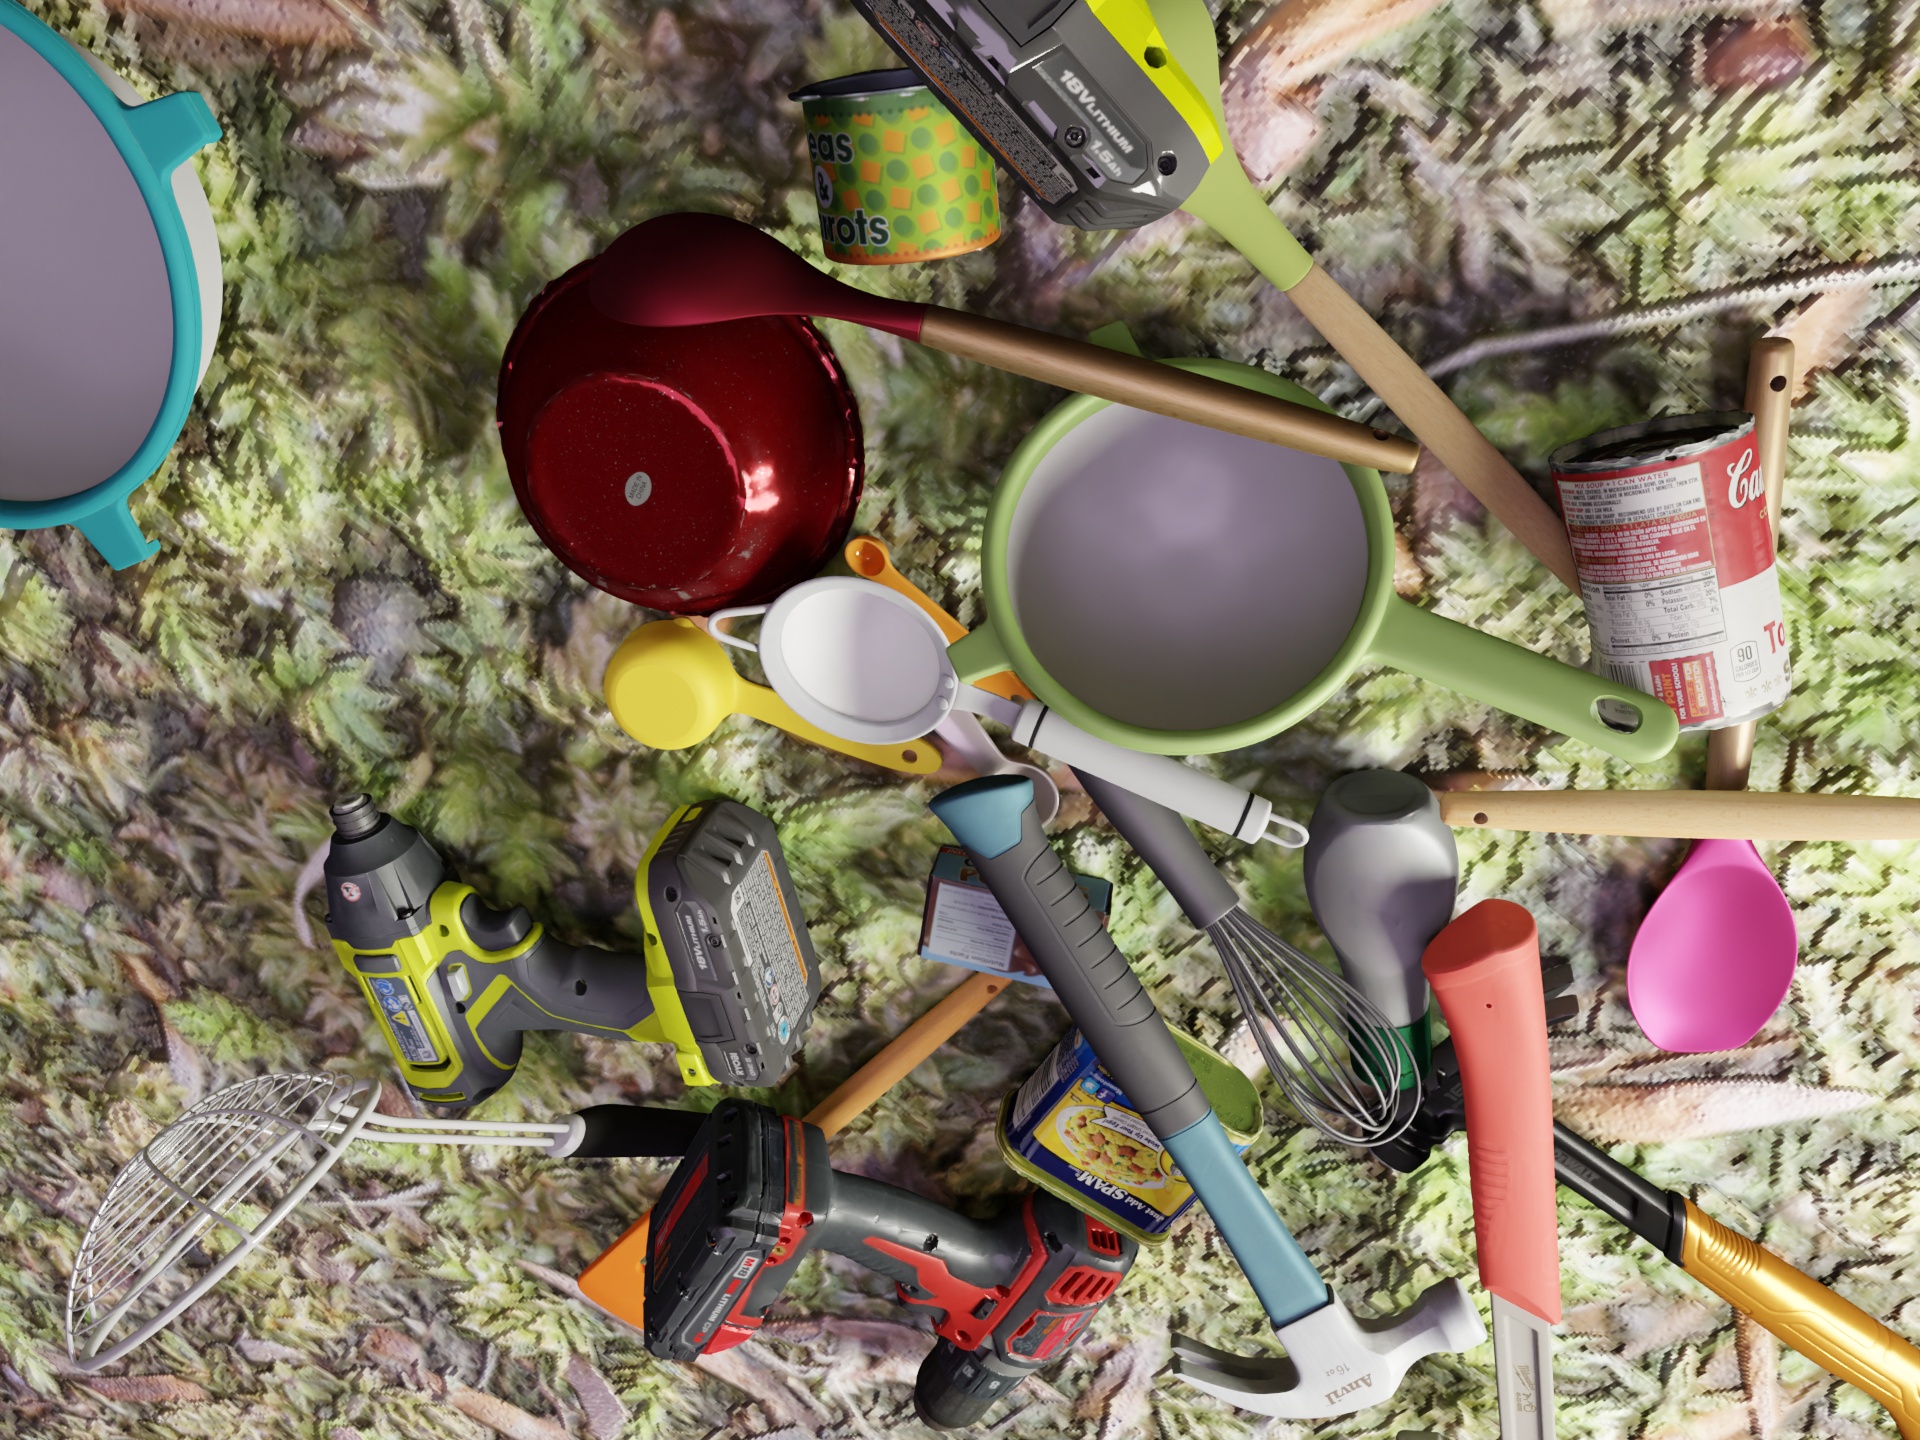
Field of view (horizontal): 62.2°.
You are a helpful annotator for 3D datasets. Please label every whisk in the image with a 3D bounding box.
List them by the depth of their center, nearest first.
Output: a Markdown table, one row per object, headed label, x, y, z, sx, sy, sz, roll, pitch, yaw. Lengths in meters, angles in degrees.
| label | x | y | z | sx | sy | sz | roll | pitch | yaw |
| --- | --- | --- | --- | --- | --- | --- | --- | --- | --- |
| whisk | 0.111 | 0.079 | 0.677 | 0.055 | 0.055 | 0.239 | -39 | 87 | 27 |

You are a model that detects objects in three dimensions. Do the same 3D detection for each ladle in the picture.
| label | x | y | z | sx | sy | sz | roll | pitch | yaw |
| --- | --- | --- | --- | --- | --- | --- | --- | --- | --- |
| ladle | 0.011 | -0.137 | 0.581 | 0.315 | 0.069 | 0.031 | 17 | 140 | 7 |
| ladle | 0.139 | -0.147 | 0.581 | 0.320 | 0.062 | 0.078 | 40 | 112 | -18 |

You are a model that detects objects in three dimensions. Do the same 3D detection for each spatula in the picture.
| label | x | y | z | sx | sy | sz | roll | pitch | yaw |
| --- | --- | --- | --- | --- | --- | --- | --- | --- | --- |
| spatula | -0.079 | 0.221 | 0.820 | 0.081 | 0.041 | 0.322 | 36 | 118 | -18 |

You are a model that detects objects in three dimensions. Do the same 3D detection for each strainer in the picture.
| label | x | y | z | sx | sy | sz | roll | pitch | yaw |
| --- | --- | --- | --- | --- | --- | --- | --- | --- | --- |
| strainer | 0.134 | -0.037 | 0.598 | 0.256 | 0.069 | 0.151 | 23 | 84 | 11 |
| strainer | -0.434 | -0.216 | 0.632 | 0.340 | 0.095 | 0.211 | 24 | 118 | 1 |
| strainer | 0.022 | -0.002 | 0.655 | 0.258 | 0.050 | 0.086 | 24 | 133 | 7 |

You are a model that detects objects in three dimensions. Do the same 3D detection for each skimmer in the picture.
| label | x | y | z | sx | sy | sz | roll | pitch | yaw |
| --- | --- | --- | --- | --- | --- | --- | --- | --- | --- |
| skimmer | -0.200 | 0.203 | 0.677 | 0.127 | 0.363 | 0.090 | -37 | 63 | 14 |

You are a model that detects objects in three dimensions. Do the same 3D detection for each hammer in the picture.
| label | x | y | z | sx | sy | sz | roll | pitch | yaw |
| --- | --- | --- | --- | --- | --- | --- | --- | --- | --- |
| hammer | 0.092 | 0.163 | 0.698 | 0.128 | 0.033 | 0.331 | -32 | 95 | 10 |
| hammer | 0.261 | 0.235 | 0.719 | 0.149 | 0.037 | 0.358 | -5 | 119 | 16 |
| hammer | 0.358 | 0.245 | 0.743 | 0.336 | 0.034 | 0.127 | 35 | 121 | -7 |

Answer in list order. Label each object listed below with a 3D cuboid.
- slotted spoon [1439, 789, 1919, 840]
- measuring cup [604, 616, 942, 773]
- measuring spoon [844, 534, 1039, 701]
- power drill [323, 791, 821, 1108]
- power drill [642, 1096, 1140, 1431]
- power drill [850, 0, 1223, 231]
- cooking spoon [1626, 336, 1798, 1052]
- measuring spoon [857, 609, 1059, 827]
| label | x | y | z | sx | sy | sz | roll | pitch | yaw |
| --- | --- | --- | --- | --- | --- | --- | --- | --- | --- |
| slotted spoon | 0.349 | 0.040 | 0.622 | 0.314 | 0.031 | 0.070 | 1 | 118 | 7 |
| measuring cup | -0.085 | 0.001 | 0.708 | 0.156 | 0.029 | 0.062 | 18 | 120 | 5 |
| measuring spoon | -0.004 | -0.039 | 0.683 | 0.116 | 0.011 | 0.021 | 43 | 133 | -16 |
| power drill | -0.194 | 0.106 | 0.765 | 0.223 | 0.080 | 0.171 | -4 | 118 | 18 |
| power drill | -0.043 | 0.288 | 0.806 | 0.226 | 0.080 | 0.187 | 18 | 122 | -20 |
| power drill | 0.092 | -0.258 | 0.470 | 0.228 | 0.080 | 0.190 | -45 | 102 | 2 |
| cooking spoon | 0.307 | 0.006 | 0.633 | 0.069 | 0.017 | 0.318 | -3 | 118 | 9 |
| measuring spoon | -0.001 | -0.002 | 0.701 | 0.034 | 0.018 | 0.124 | -37 | 98 | 24 |
